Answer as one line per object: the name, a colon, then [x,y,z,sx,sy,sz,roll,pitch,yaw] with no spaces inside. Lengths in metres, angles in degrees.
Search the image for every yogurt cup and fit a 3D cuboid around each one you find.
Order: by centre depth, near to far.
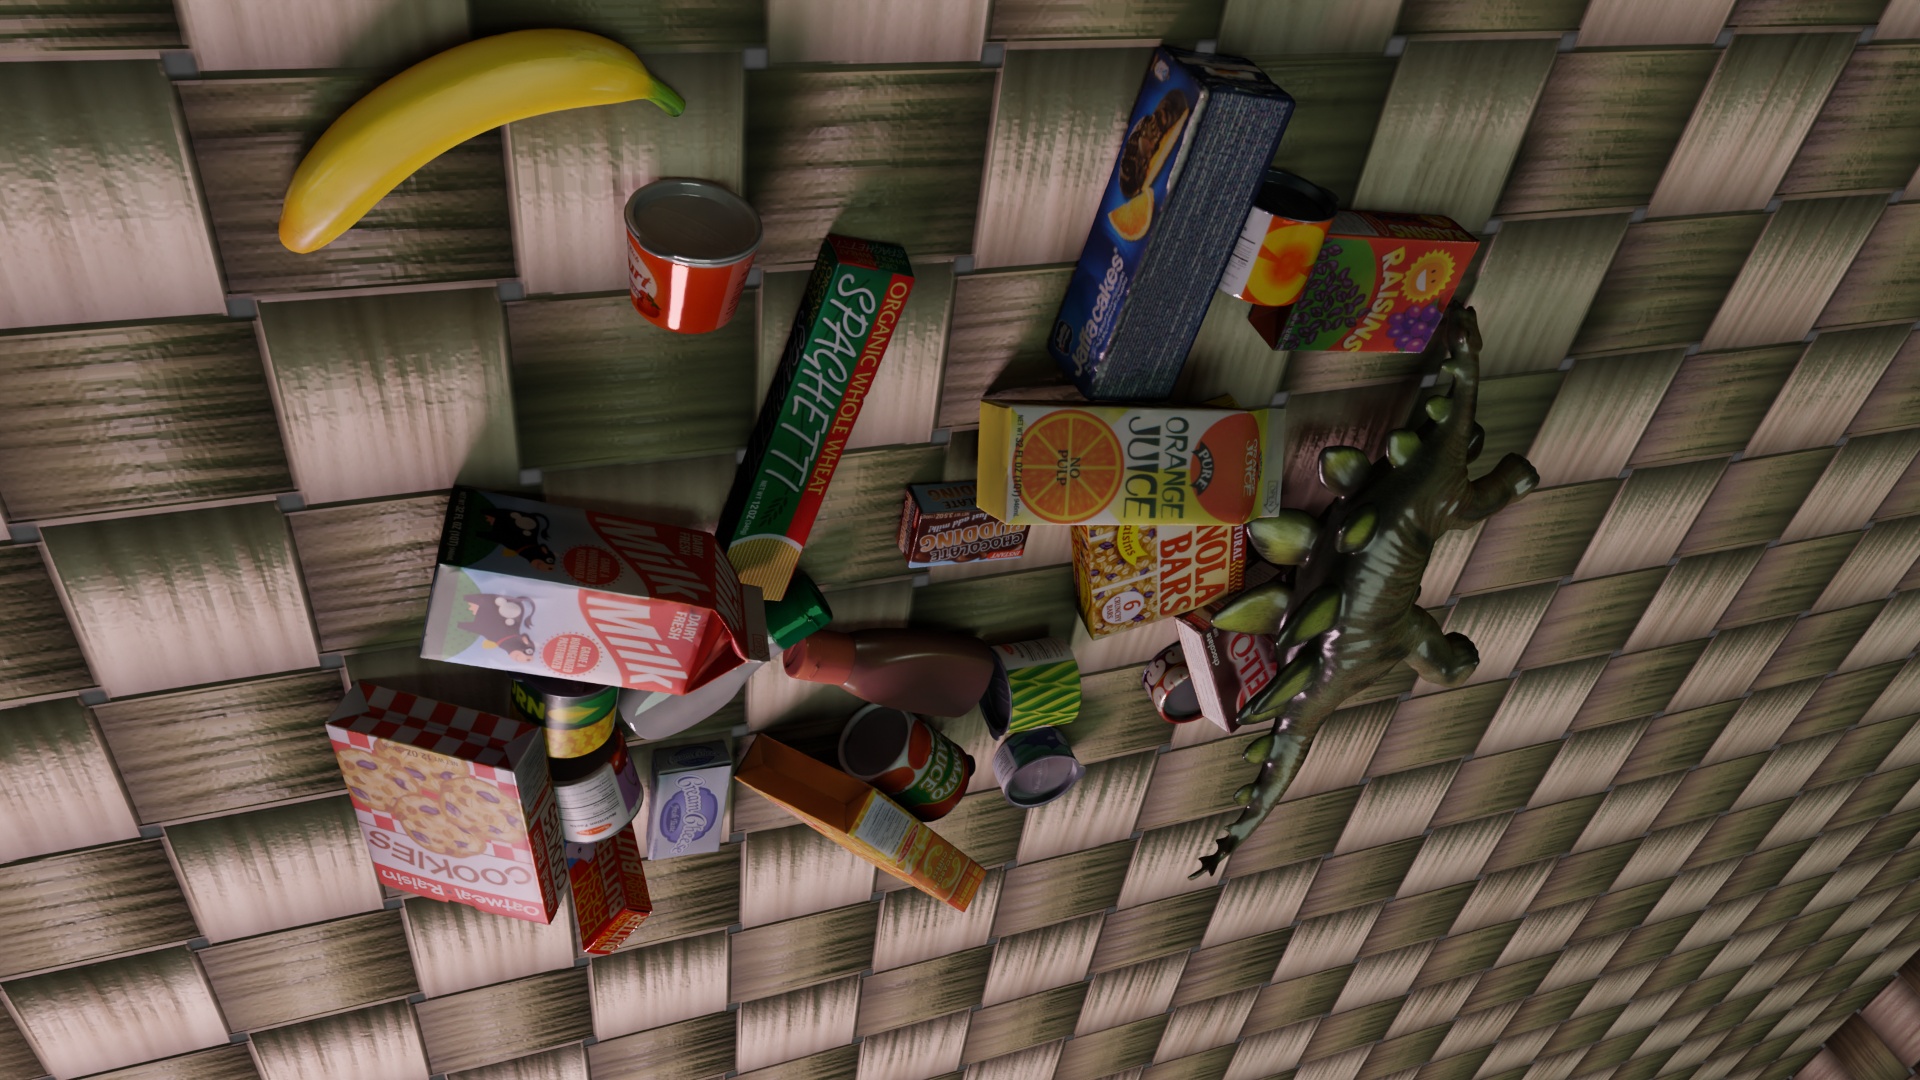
yogurt cup: [-0.137,-0.142,0.703,0.072,0.073,0.053,-4,140,-23]

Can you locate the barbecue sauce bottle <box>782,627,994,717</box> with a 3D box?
barbecue sauce bottle: [-0.051,0.088,0.976,0.149,0.044,0.064,12,123,-33]

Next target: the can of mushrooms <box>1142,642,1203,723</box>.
can of mushrooms: [0.183,0.116,1.124,0.071,0.033,0.070,-14,135,-14]

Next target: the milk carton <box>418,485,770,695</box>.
milk carton: [-0.205,0.034,0.806,0.191,0.073,0.073,11,126,-21]

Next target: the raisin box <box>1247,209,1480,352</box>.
raisin box: [0.258,-0.165,0.889,0.123,0.040,0.085,-3,131,-24]

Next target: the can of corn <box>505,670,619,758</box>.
can of corn: [-0.249,0.094,0.868,0.071,0.071,0.058,-2,132,-24]

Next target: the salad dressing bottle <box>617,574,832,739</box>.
salad dressing bottle: [-0.155,0.075,0.914,0.147,0.044,0.064,-31,135,3]

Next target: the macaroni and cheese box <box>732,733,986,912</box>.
macaroni and cheese box: [-0.071,0.209,1.024,0.166,0.124,0.040,46,68,-46]

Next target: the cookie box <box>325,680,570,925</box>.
cookie box: [-0.322,0.172,0.885,0.123,0.040,0.166,12,132,7]

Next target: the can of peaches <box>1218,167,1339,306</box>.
can of peaches: [0.182,-0.179,0.819,0.071,0.071,0.057,-4,132,-23]

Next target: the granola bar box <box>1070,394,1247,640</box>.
granola bar box: [0.141,-0.012,0.977,0.124,0.039,0.164,-18,136,-9]

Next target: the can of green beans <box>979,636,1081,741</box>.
can of green beans: [0.050,0.107,1.026,0.058,0.071,0.070,-7,133,-21]

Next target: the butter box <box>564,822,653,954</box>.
butter box: [-0.249,0.232,0.973,0.024,0.104,0.053,27,115,-41]

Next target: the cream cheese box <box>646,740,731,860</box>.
cream cheese box: [-0.200,0.192,1.015,0.053,0.024,0.103,-5,132,-23]

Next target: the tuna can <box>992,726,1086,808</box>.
tuna can: [0.064,0.184,1.129,0.071,0.033,0.070,-14,135,-14]

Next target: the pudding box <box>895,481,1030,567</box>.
pudding box: [0.003,-0.012,0.918,0.084,0.030,0.049,-4,133,-22]

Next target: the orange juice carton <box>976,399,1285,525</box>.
orange juice carton: [0.112,-0.049,0.864,0.193,0.073,0.071,0,99,-13]

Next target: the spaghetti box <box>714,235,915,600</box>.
spaghetti box: [-0.094,-0.064,0.822,0.050,0.029,0.248,5,128,-30]

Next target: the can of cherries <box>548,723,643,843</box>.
can of cherries: [-0.252,0.156,0.926,0.071,0.072,0.058,-17,130,-11]

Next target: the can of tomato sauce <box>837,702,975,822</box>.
can of tomato sauce: [-0.040,0.164,1.035,0.071,0.071,0.083,-36,135,10]
